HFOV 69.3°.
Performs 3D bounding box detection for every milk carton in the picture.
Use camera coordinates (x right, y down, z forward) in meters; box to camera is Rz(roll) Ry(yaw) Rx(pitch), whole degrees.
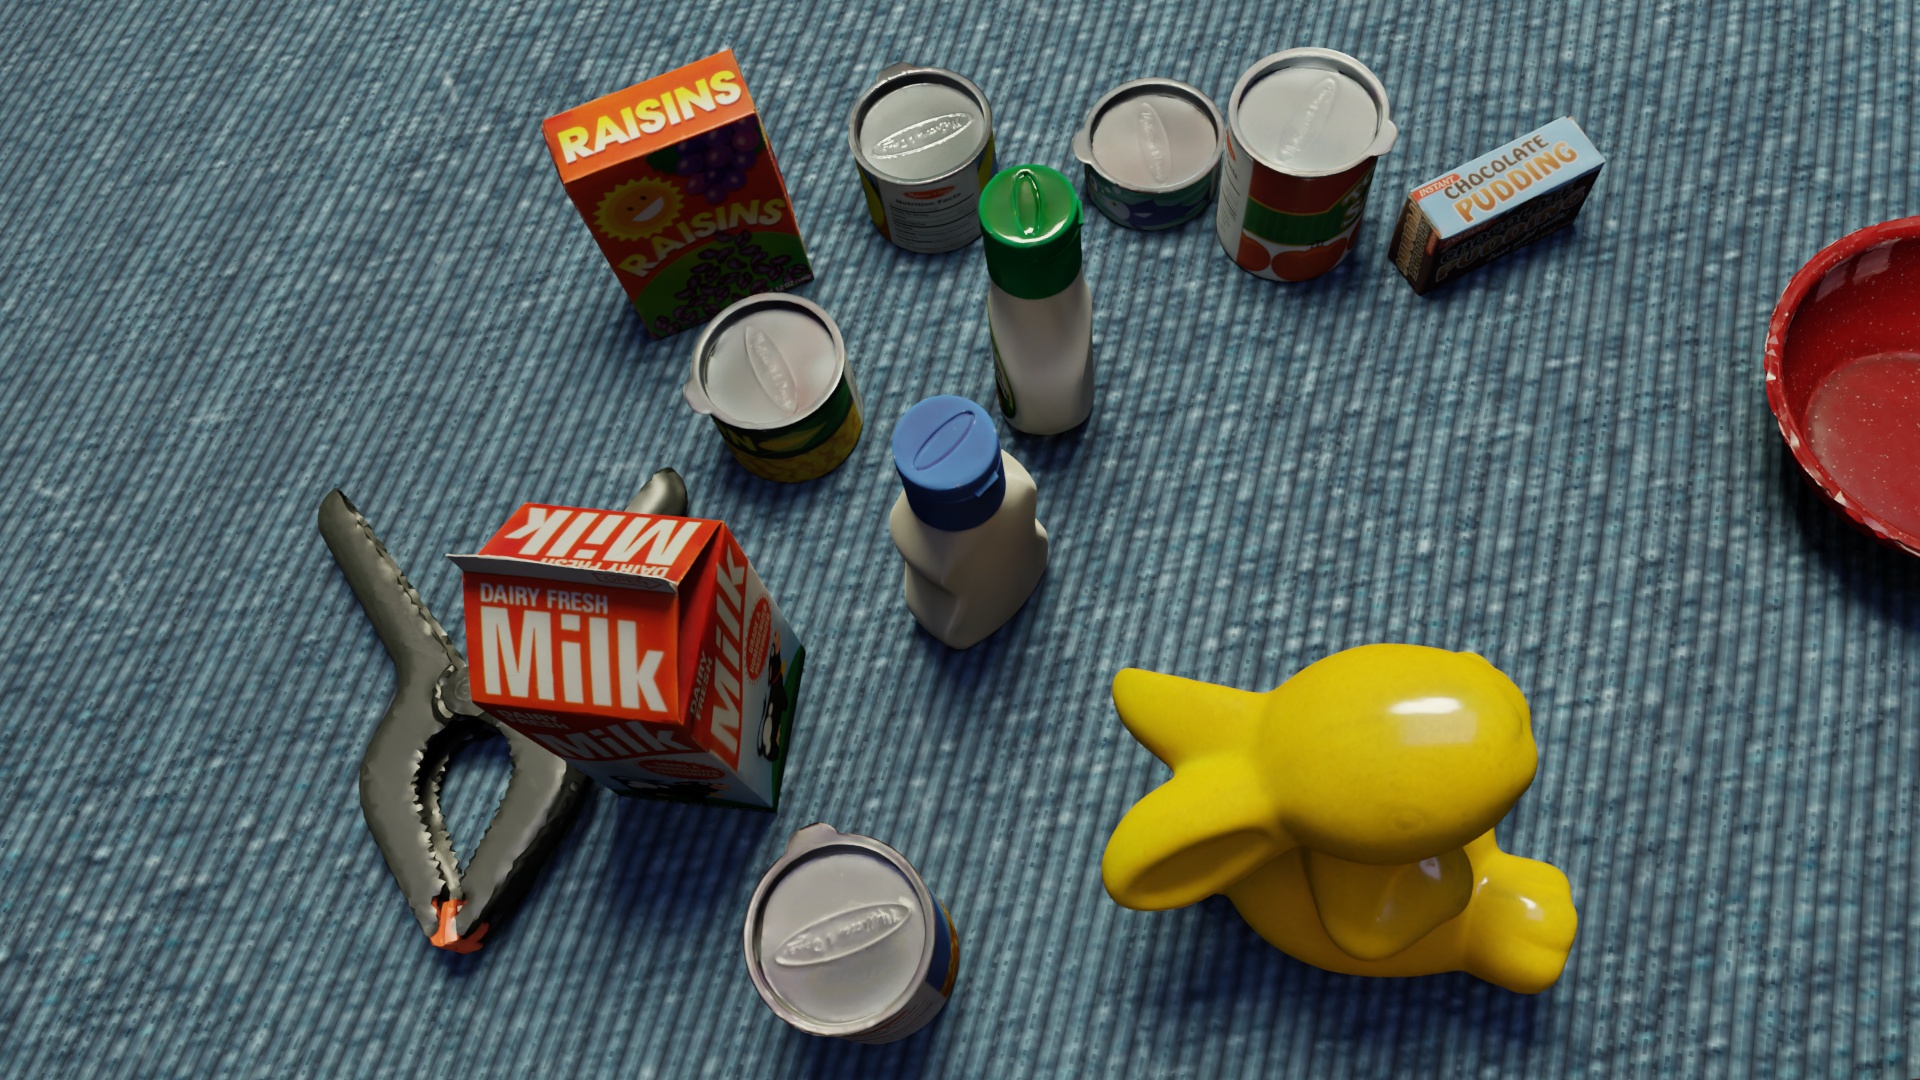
[{"bbox_3d":[-0.113,0.042,0.500,0.072,0.190,0.074,5,69,8],"label":"milk carton"}]

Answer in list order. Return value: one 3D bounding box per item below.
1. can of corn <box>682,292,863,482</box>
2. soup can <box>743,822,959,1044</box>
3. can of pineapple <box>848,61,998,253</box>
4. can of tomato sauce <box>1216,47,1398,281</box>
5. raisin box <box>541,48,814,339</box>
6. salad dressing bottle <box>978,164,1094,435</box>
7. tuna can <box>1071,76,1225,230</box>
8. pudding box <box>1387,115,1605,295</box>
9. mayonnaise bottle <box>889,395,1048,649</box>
[{"bbox_3d":[-0.081,-0.065,0.612,0.071,0.058,0.071,-2,68,5],"label":"can of corn"},{"bbox_3d":[-0.038,0.145,0.507,0.071,0.083,0.071,-2,68,5],"label":"soup can"},{"bbox_3d":[-0.016,-0.179,0.653,0.071,0.057,0.071,-2,68,5],"label":"can of pineapple"},{"bbox_3d":[0.151,-0.164,0.616,0.071,0.082,0.071,-2,68,5],"label":"can of tomato sauce"},{"bbox_3d":[-0.120,-0.149,0.616,0.086,0.123,0.040,-21,67,-3],"label":"raisin box"},{"bbox_3d":[0.032,-0.094,0.565,0.044,0.147,0.064,-6,68,4],"label":"salad dressing bottle"},{"bbox_3d":[0.088,-0.182,0.657,0.071,0.032,0.071,-2,67,5],"label":"tuna can"},{"bbox_3d":[0.238,-0.149,0.619,0.084,0.049,0.030,-26,68,-5],"label":"pudding box"},{"bbox_3d":[0.002,-0.007,0.531,0.041,0.147,0.065,41,77,19],"label":"mayonnaise bottle"}]
